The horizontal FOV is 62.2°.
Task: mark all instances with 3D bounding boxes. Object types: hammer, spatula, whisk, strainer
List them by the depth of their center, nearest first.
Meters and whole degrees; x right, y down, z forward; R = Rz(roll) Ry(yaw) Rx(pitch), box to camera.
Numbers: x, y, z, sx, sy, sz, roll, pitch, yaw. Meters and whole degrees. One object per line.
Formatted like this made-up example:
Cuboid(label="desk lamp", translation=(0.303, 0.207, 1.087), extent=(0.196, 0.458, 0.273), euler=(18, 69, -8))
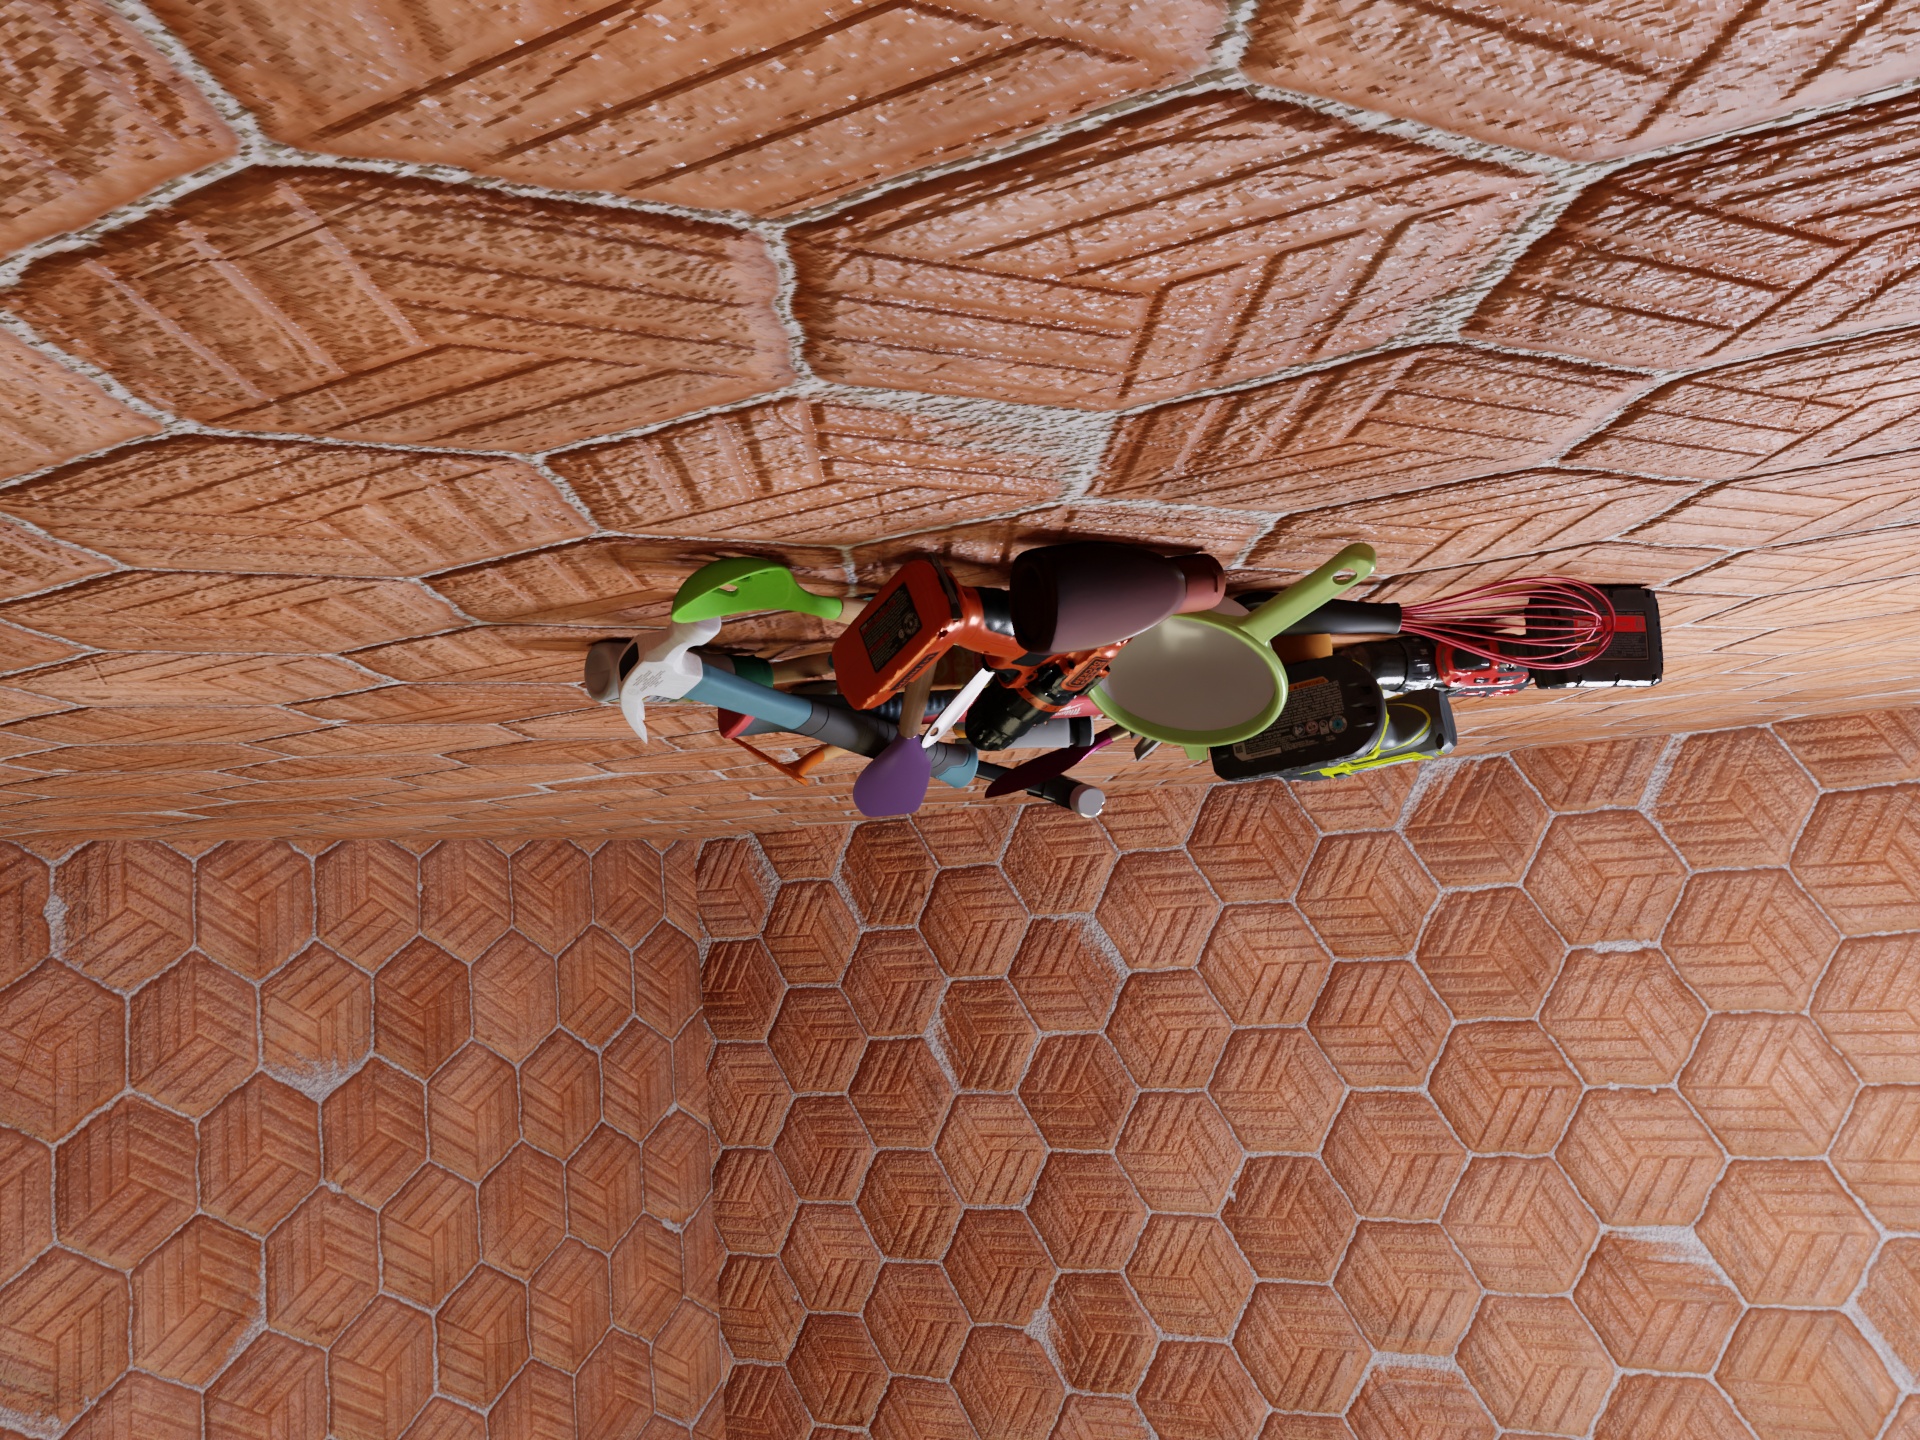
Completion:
Cuboid(label="strainer", translation=(0.192, -0.072, 1.106), extent=(0.151, 0.069, 0.256), euler=(32, 141, -19))
Cuboid(label="spatula", translation=(-0.036, -0.007, 1.135), extent=(0.059, 0.018, 0.315), euler=(-5, 149, -14))
Cuboid(label="hammer", translation=(-0.106, -0.001, 1.164), extent=(0.128, 0.033, 0.330), euler=(-34, 144, 32))
Cuboid(label="whisk", translation=(0.341, -0.076, 1.177), extent=(0.296, 0.073, 0.073), euler=(1, 173, -5))
Cuboid(label="spatula", translation=(-0.104, -0.055, 1.220), extent=(0.082, 0.044, 0.317), euler=(-3, 178, -29))
Cuboid(label="hammer", translation=(-0.002, -0.004, 1.276), extent=(0.386, 0.038, 0.143), euler=(-3, 152, -17))
Cuboid(label="hammer", translation=(0.029, 0.008, 1.582), extent=(0.127, 0.034, 0.337), euler=(-2, -179, -10))
Cuboid(label="hammer", translation=(-0.030, 0.035, 1.591), extent=(0.334, 0.035, 0.146), euler=(15, -179, -16))
Cuboid(label="spatula", translation=(-0.130, 0.024, 1.618), extent=(0.081, 0.041, 0.322), euler=(30, -160, 15))

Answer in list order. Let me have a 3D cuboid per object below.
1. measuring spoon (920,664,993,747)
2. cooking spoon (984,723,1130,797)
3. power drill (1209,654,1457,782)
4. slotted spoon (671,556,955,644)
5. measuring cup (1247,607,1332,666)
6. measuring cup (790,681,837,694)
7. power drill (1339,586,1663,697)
Cuboid(label="measuring spoon", translation=(0.007, -0.031, 1.195), extent=(0.018, 0.124, 0.034), euler=(43, -175, 34))
Cuboid(label="cooking spoon", translation=(0.163, 0.003, 1.483), extent=(0.319, 0.017, 0.069), euler=(-25, -167, 13))
Cuboid(label="power drill", translation=(0.286, 0.011, 1.270), extent=(0.171, 0.080, 0.223), euler=(-15, 168, 27))
Cuboid(label="slotted spoon", translation=(-0.067, -0.069, 1.031), extent=(0.070, 0.031, 0.313), euler=(-28, 160, 31))
Cuboid(label="measuring cup", translation=(0.237, -0.043, 1.279), extent=(0.095, 0.052, 0.173), euler=(-6, 163, -13))
Cuboid(label="measuring cup", translation=(-0.128, -0.020, 1.431), extent=(0.083, 0.038, 0.167), euler=(-5, 171, 5))
Cuboid(label="power drill", translation=(0.448, -0.056, 1.339), extent=(0.187, 0.080, 0.227), euler=(-1, 176, -21))
